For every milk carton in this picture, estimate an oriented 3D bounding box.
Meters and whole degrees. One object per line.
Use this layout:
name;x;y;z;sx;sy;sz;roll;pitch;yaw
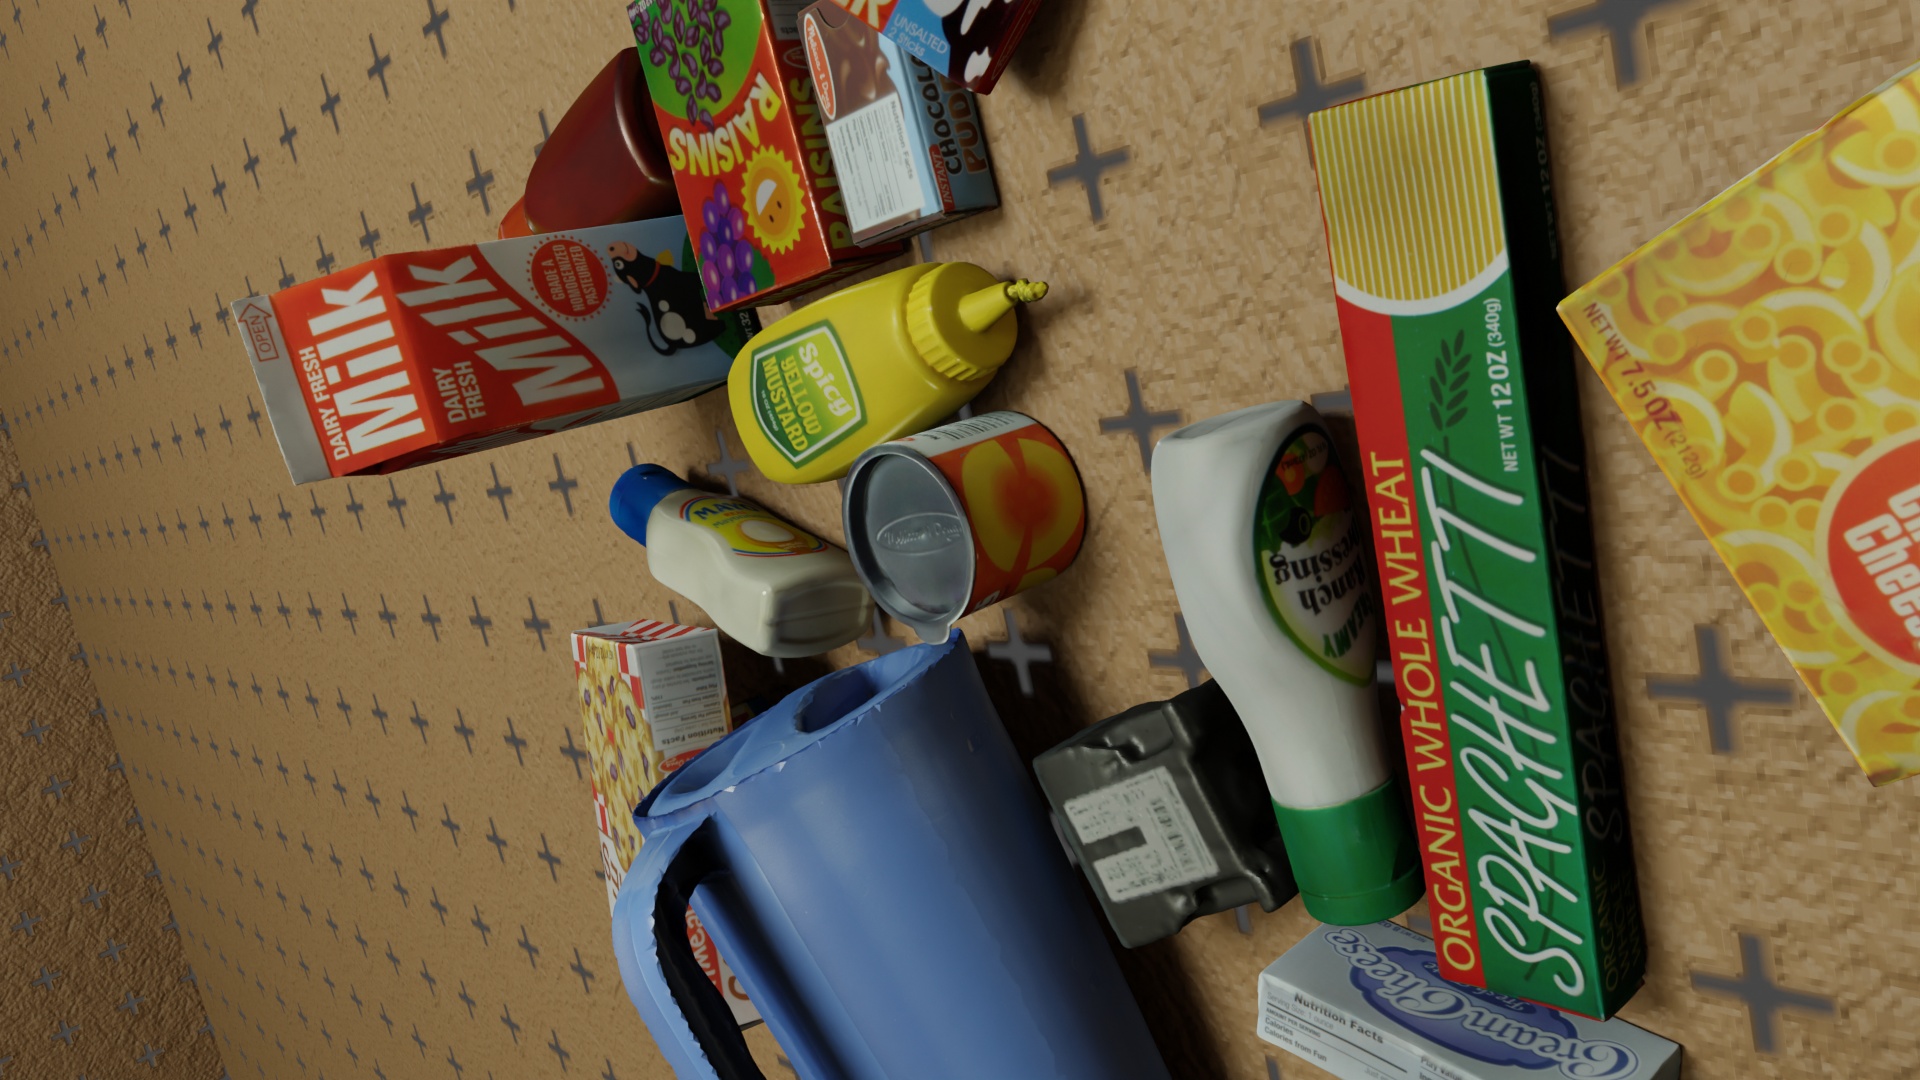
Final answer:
milk carton;-0.181;-0.078;0.556;0.073;0.191;0.072;-12;97;49

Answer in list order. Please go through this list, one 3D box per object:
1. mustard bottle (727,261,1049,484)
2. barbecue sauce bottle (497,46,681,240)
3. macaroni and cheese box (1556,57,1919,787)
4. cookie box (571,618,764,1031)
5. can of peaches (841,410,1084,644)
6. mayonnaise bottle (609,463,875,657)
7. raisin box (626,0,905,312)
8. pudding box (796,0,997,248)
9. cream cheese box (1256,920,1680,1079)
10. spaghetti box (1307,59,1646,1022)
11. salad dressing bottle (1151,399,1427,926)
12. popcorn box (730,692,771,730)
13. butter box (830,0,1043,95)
mustard bottle;-0.026;-0.066;0.500;0.159;0.049;0.065;-21;92;50
barbecue sauce bottle;-0.162;-0.158;0.616;0.148;0.044;0.065;-17;82;50
macaroni and cheese box;0.217;-0.041;0.252;0.165;0.040;0.124;-40;75;48
cookie box;-0.132;0.122;0.620;0.123;0.040;0.167;-3;95;62
can of peaches;0.002;-0.006;0.489;0.071;0.058;0.071;21;121;40
mayonnaise bottle;-0.103;0.005;0.607;0.148;0.065;0.041;27;116;43
raisin box;-0.074;-0.156;0.524;0.086;0.040;0.123;-8;99;48
pudding box;-0.022;-0.148;0.477;0.049;0.030;0.083;-6;101;50
cream cheese box;0.143;0.144;0.400;0.104;0.053;0.024;16;116;43
spaghetti box;0.138;0.006;0.366;0.050;0.029;0.249;0;106;48
salad dressing bottle;0.097;0.036;0.398;0.044;0.064;0.147;-9;101;46
popcorn box;-0.092;0.150;0.671;0.127;0.038;0.084;55;138;16
butter box;-0.022;-0.187;0.428;0.103;0.024;0.053;34;111;5
